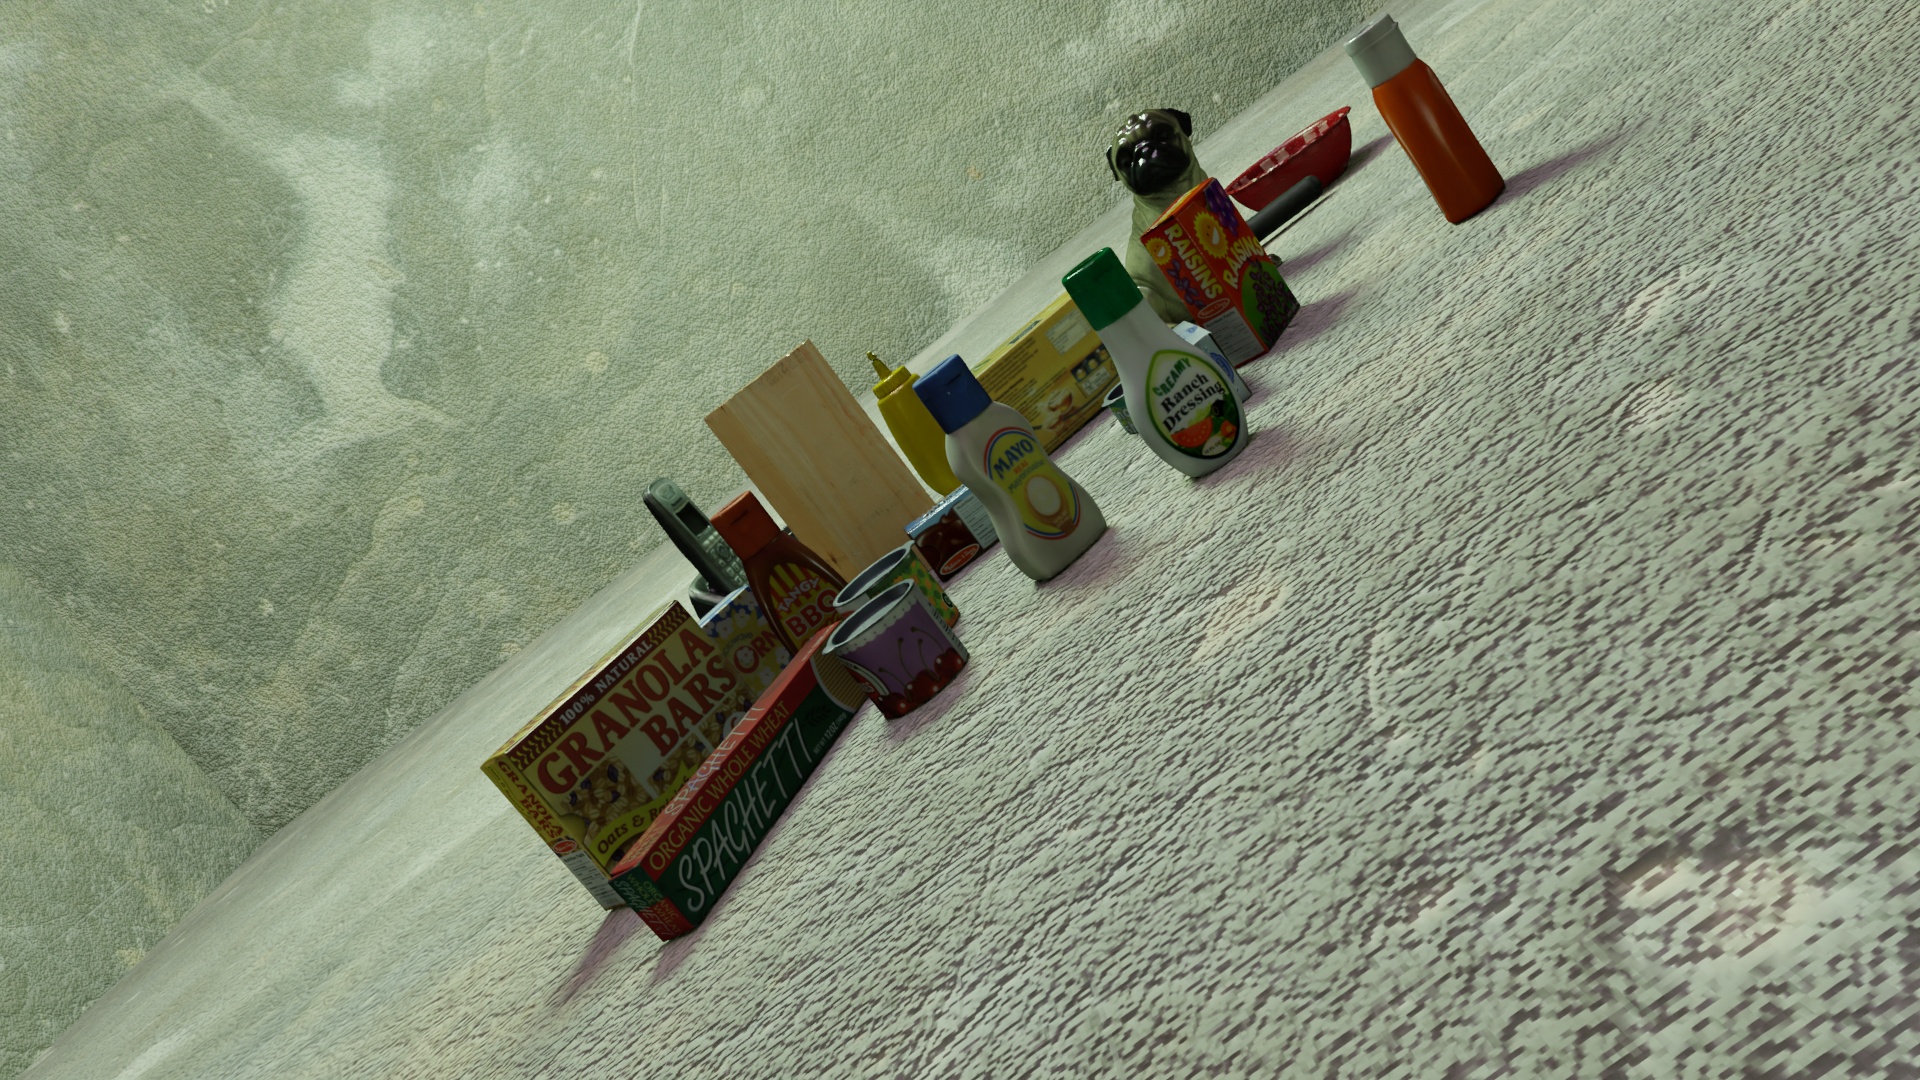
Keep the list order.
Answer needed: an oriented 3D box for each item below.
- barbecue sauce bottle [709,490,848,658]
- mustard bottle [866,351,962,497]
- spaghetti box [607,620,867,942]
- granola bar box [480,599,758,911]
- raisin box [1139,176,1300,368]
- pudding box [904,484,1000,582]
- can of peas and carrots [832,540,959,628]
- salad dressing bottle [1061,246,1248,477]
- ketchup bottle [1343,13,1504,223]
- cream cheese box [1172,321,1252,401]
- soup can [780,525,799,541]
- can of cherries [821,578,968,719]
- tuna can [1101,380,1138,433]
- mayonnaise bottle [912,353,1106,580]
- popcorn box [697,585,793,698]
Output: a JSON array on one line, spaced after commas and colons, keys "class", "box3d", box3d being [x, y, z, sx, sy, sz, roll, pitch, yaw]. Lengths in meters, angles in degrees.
[{"class": "barbecue sauce bottle", "box3d": [-0.120, 0.032, 0.997, 0.065, 0.148, 0.044, -38, 11, -5]}, {"class": "mustard bottle", "box3d": [-0.039, -0.117, 1.325, 0.065, 0.160, 0.048, -43, 12, -27]}, {"class": "spaghetti box", "box3d": [-0.120, 0.135, 0.835, 0.028, 0.050, 0.251, -30, 13, 34]}, {"class": "granola bar box", "box3d": [-0.206, 0.136, 0.903, 0.039, 0.124, 0.166, -26, 15, 44]}, {"class": "raisin box", "box3d": [0.197, -0.201, 1.044, 0.040, 0.123, 0.086, -27, 15, 43]}, {"class": "pudding box", "box3d": [0.004, -0.013, 1.060, 0.084, 0.049, 0.030, -38, 11, -3]}, {"class": "can of peas and carrots", "box3d": [-0.042, 0.044, 0.942, 0.071, 0.058, 0.071, -35, 11, 8]}, {"class": "salad dressing bottle", "box3d": [0.117, -0.109, 0.847, 0.064, 0.147, 0.044, -38, 11, -4]}, {"class": "ketchup bottle", "box3d": [0.325, -0.298, 0.977, 0.043, 0.148, 0.065, -29, 14, 38]}, {"class": "cream cheese box", "box3d": [0.173, -0.124, 0.983, 0.024, 0.053, 0.104, -36, 11, 7]}, {"class": "soup can", "box3d": [-0.132, 0.027, 1.225, 0.071, 0.083, 0.071, -36, 11, 8]}, {"class": "can of cherries", "box3d": [-0.040, 0.067, 0.843, 0.071, 0.058, 0.071, -35, 11, 8]}, {"class": "tuna can", "box3d": [0.145, -0.113, 1.075, 0.071, 0.033, 0.071, -35, 11, 8]}, {"class": "mayonnaise bottle", "box3d": [0.027, -0.048, 0.877, 0.065, 0.148, 0.041, -41, 11, -20]}, {"class": "popcorn box", "box3d": [-0.184, 0.106, 1.060, 0.038, 0.085, 0.127, -23, 18, 51]}]
